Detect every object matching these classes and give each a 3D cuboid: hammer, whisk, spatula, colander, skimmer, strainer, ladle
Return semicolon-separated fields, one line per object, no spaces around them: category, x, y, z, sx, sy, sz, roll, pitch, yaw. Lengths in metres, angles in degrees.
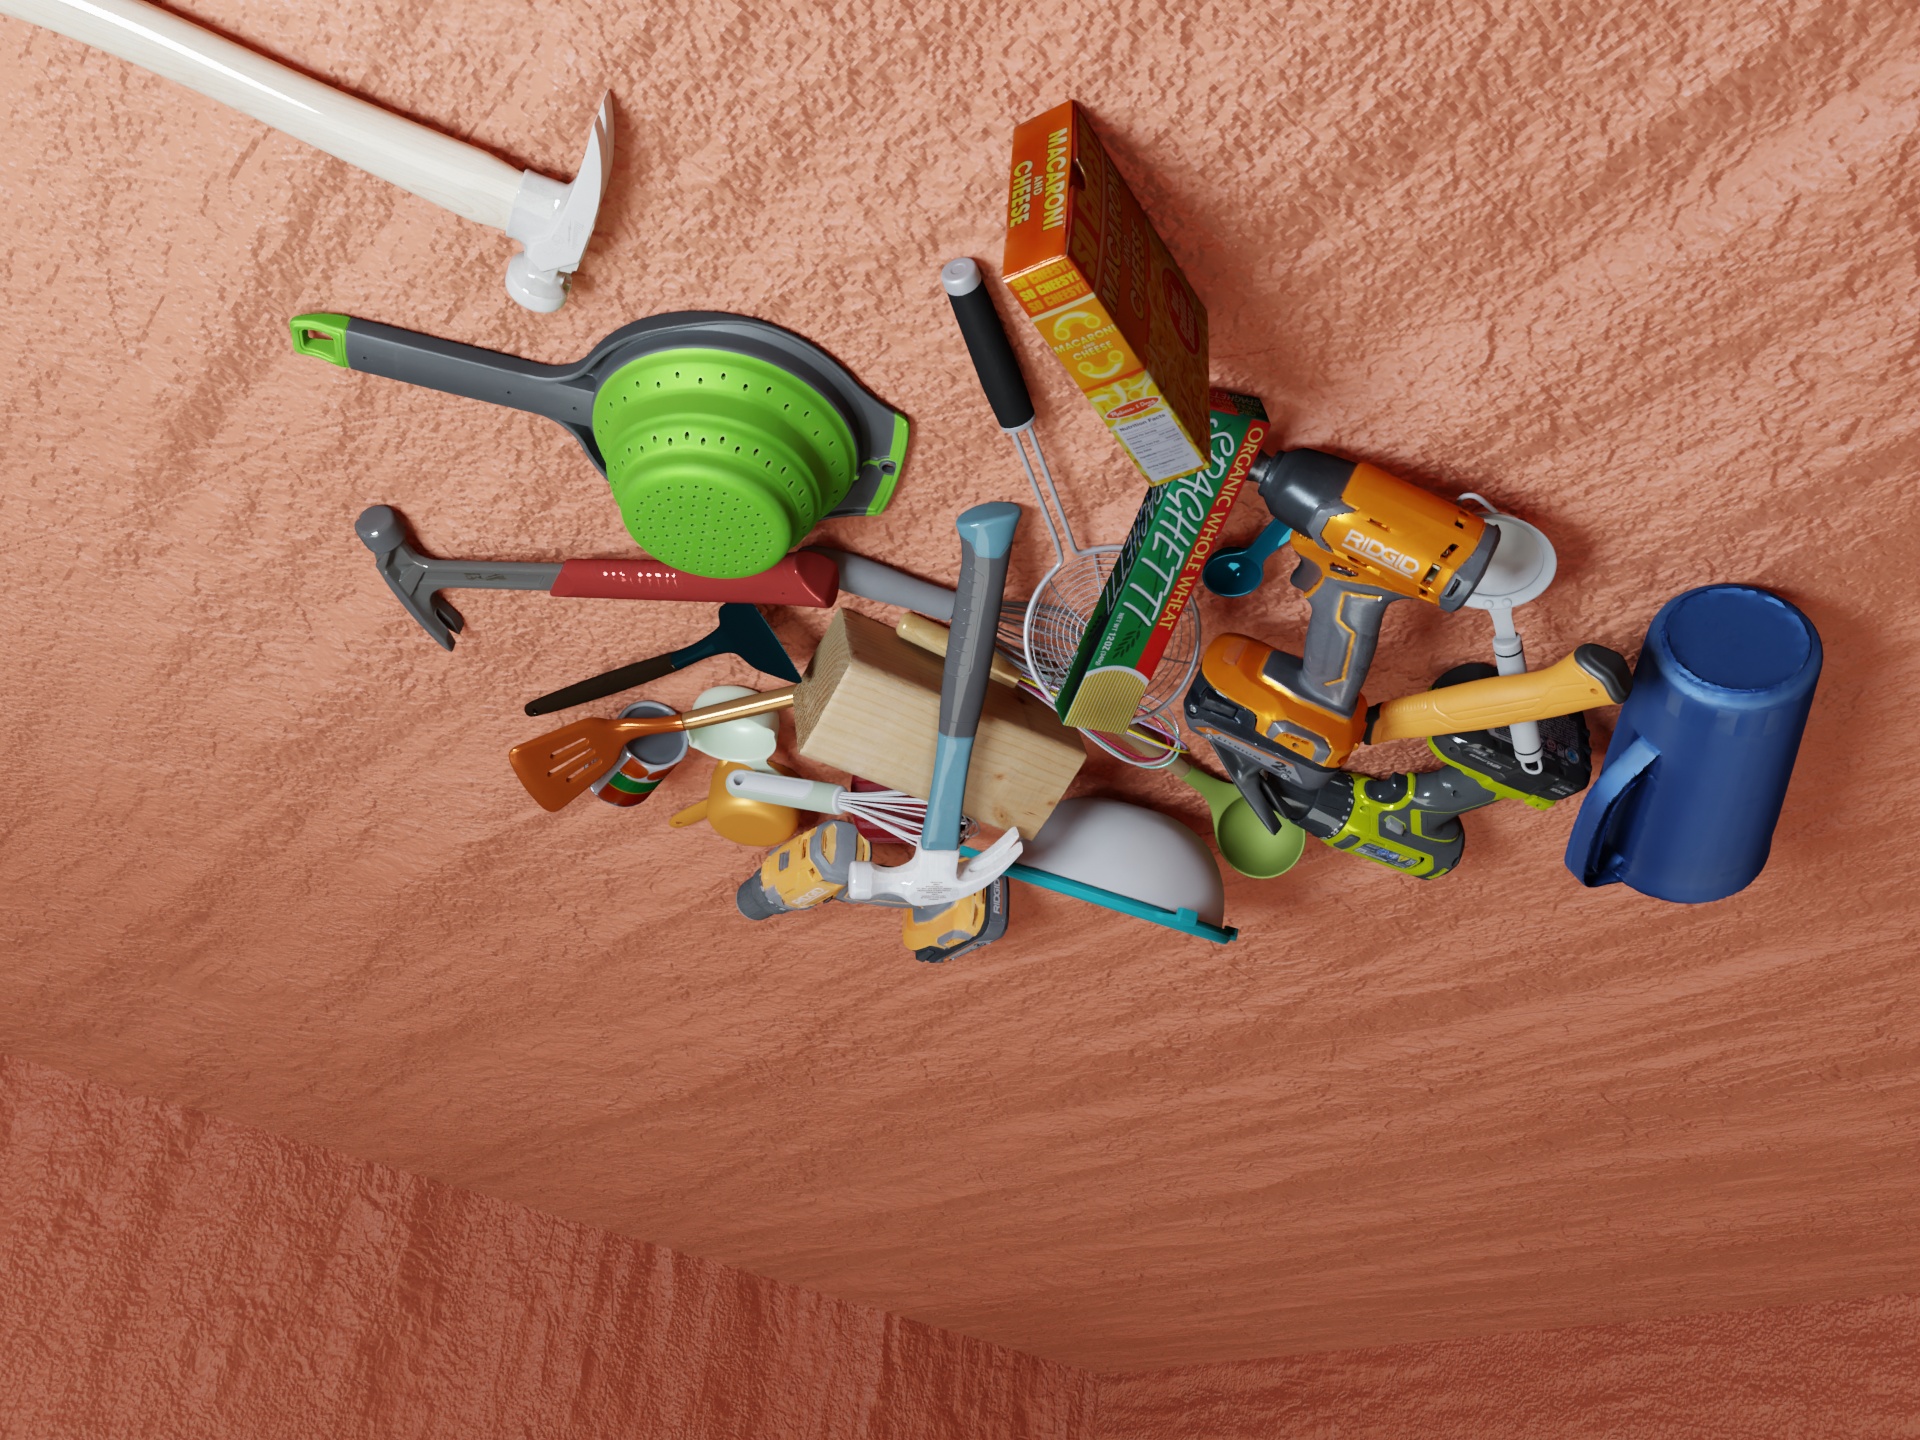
hammer;-0.002;-0.004;1.160;0.128;0.033;0.330;3;120;-11
whisk;-0.008;-0.081;1.170;0.239;0.055;0.055;19;146;-9
whisk;-0.093;0.067;1.312;0.246;0.058;0.059;8;152;28
spatula;-0.254;-0.038;1.289;0.317;0.044;0.082;-15;117;34
hammer;-0.388;-0.349;0.834;0.410;0.038;0.146;20;144;-18
colander;-0.236;-0.176;1.019;0.397;0.095;0.204;12;147;-8
skimmer;0.067;-0.135;1.027;0.127;0.090;0.362;-29;139;-1
strainer;0.370;-0.060;1.081;0.087;0.050;0.258;-1;130;30
ladle;0.170;0.036;1.308;0.319;0.062;0.078;34;112;-31
hammer;-0.261;-0.099;1.178;0.359;0.037;0.149;3;148;16
strainer;0.087;0.103;1.407;0.340;0.095;0.210;17;175;23
whisk;0.064;-0.025;1.221;0.245;0.047;0.051;24;132;-3
spatula;-0.199;0.002;1.280;0.322;0.041;0.080;-13;136;7
hammer;0.320;0.006;1.137;0.337;0.034;0.127;-15;112;51

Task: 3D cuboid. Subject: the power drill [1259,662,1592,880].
power drill;0.362;0.045;1.264;0.190;0.080;0.228;20;148;-17

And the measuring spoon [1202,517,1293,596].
measuring spoon;0.212;-0.130;1.079;0.042;0.021;0.128;25;135;-21

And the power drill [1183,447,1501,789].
power drill;0.230;-0.074;1.055;0.164;0.084;0.226;28;134;6

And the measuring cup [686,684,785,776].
measuring cup;-0.171;0.023;1.375;0.083;0.038;0.167;-9;146;24

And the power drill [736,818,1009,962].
power drill;-0.090;0.170;1.526;0.226;0.084;0.185;19;147;-30

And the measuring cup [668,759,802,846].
measuring cup;-0.218;0.092;1.475;0.173;0.052;0.095;-24;136;37
